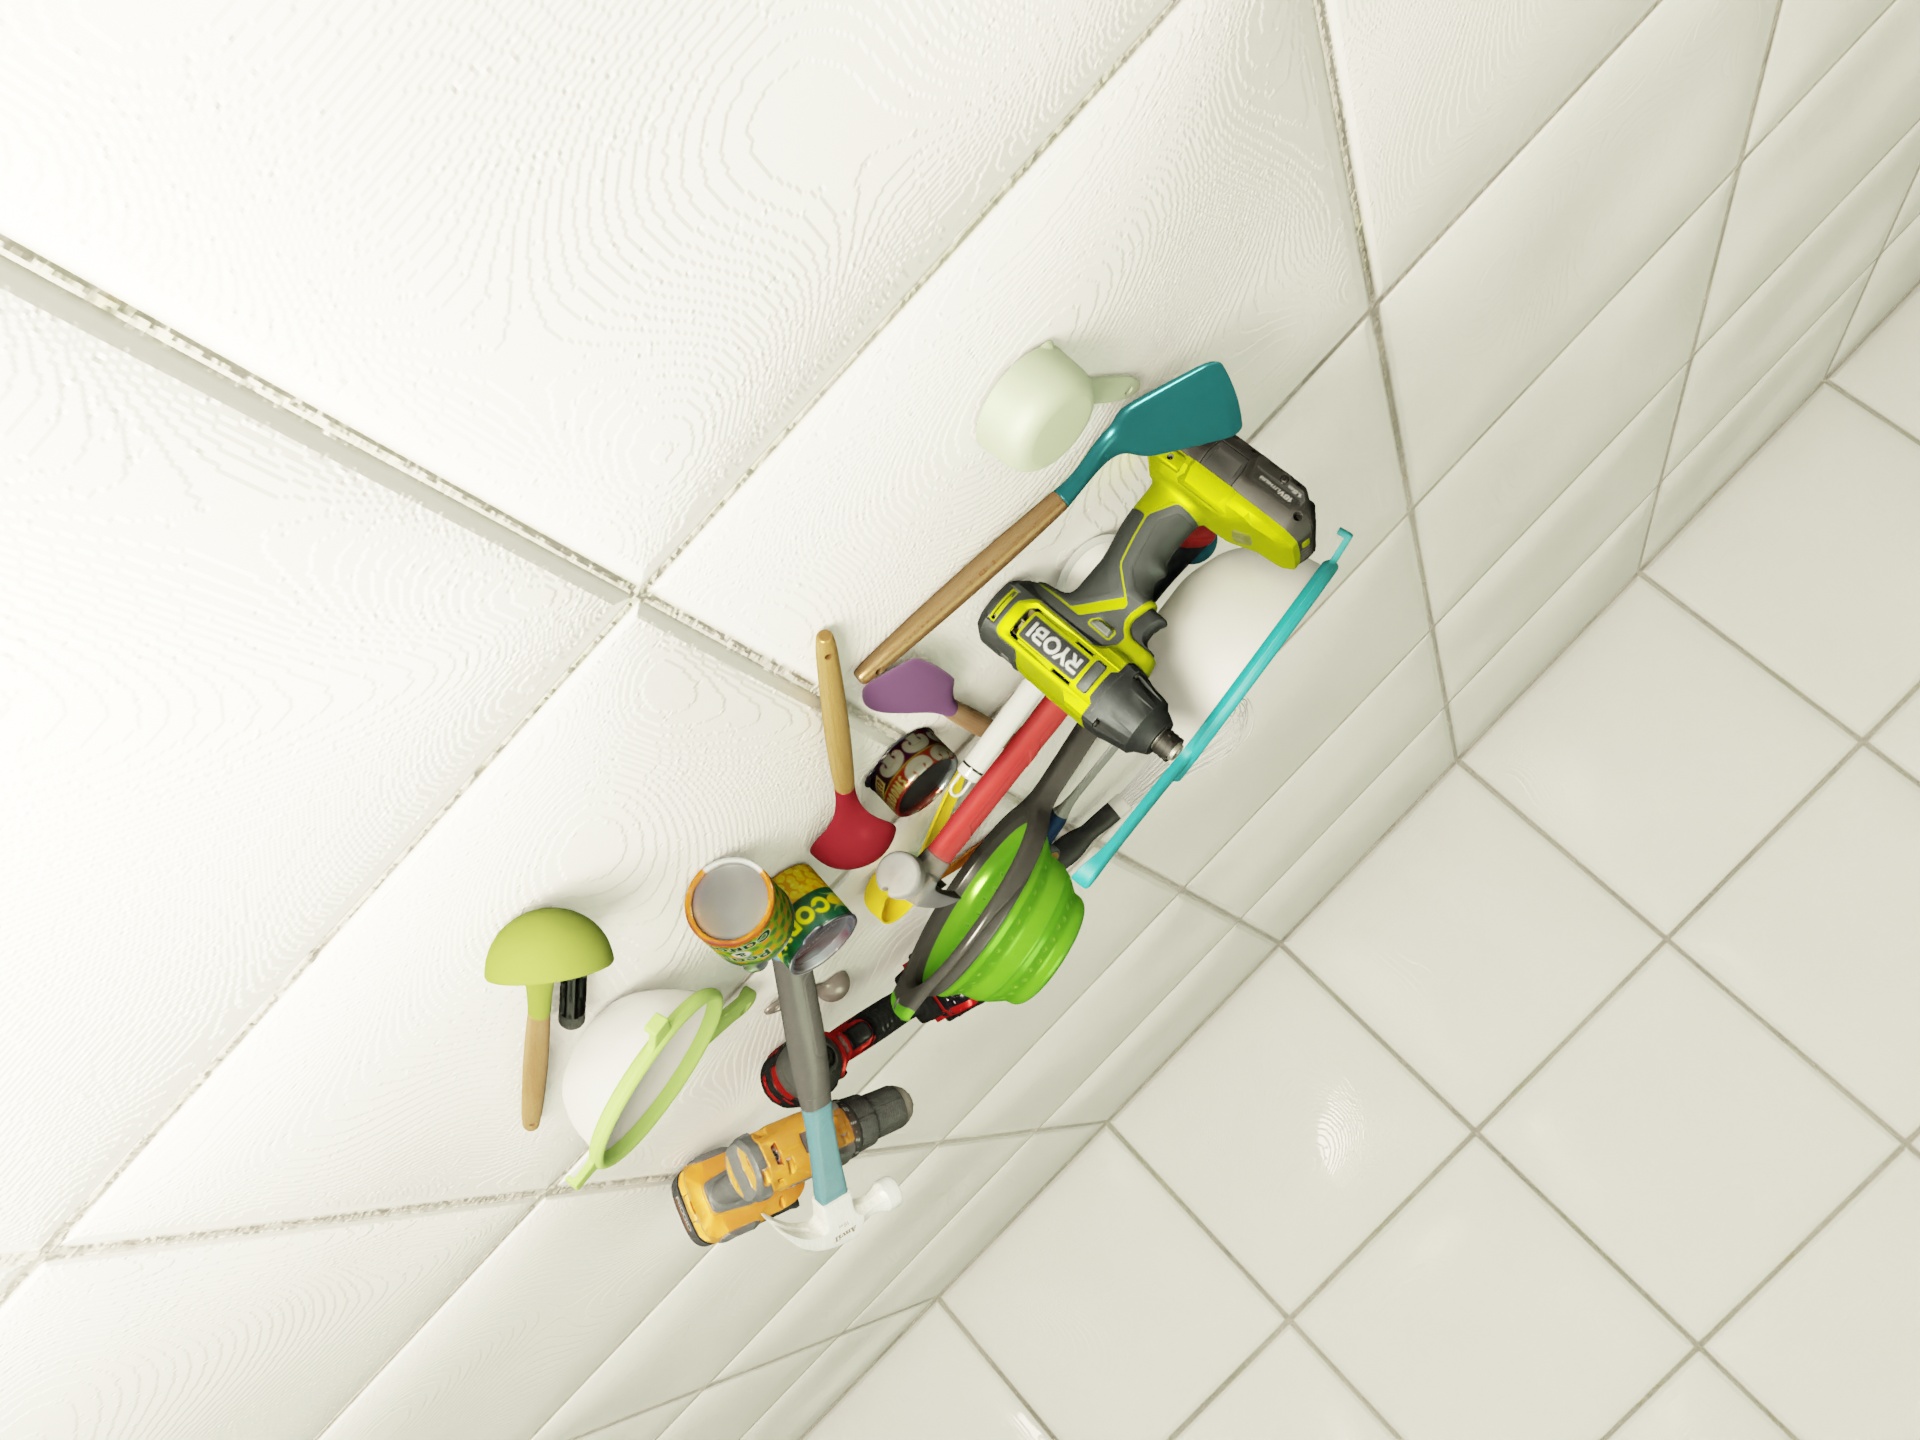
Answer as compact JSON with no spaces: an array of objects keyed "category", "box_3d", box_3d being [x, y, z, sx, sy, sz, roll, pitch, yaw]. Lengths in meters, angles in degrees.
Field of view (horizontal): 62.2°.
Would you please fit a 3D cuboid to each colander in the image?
[{"category":"colander","box_3d":[0.087,0.111,1.391,0.397,0.094,0.204,-56,-173,-5]}]

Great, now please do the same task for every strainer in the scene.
[{"category":"strainer","box_3d":[0.158,-0.019,1.215,0.340,0.095,0.211,-48,171,-27]},{"category":"strainer","box_3d":[0.072,-0.043,1.218,0.086,0.050,0.258,32,97,-40]},{"category":"strainer","box_3d":[-0.230,0.238,1.213,0.151,0.069,0.256,-61,172,15]}]

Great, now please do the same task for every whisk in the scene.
[{"category":"whisk","box_3d":[0.191,0.069,1.655,0.284,0.070,0.070,-40,158,0]}]

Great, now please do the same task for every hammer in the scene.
[{"category":"hammer","box_3d":[-0.123,0.312,1.347,0.128,0.033,0.330,-24,121,-33]},{"category":"hammer","box_3d":[0.100,0.081,1.536,0.405,0.035,0.144,-52,157,16]},{"category":"hammer","box_3d":[0.079,-0.005,1.304,0.386,0.038,0.143,-52,161,4]}]

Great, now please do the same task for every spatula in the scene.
[{"category":"spatula","box_3d":[0.054,-0.127,1.074,0.317,0.044,0.082,-42,148,-2]},{"category":"spatula","box_3d":[-0.002,-0.004,1.228,0.060,0.018,0.315,-29,162,13]}]

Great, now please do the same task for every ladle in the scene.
[{"category":"ladle","box_3d":[-0.083,0.032,1.133,0.069,0.031,0.315,-15,148,-9]},{"category":"ladle","box_3d":[-0.284,0.220,1.077,0.078,0.062,0.320,-7,146,-22]}]

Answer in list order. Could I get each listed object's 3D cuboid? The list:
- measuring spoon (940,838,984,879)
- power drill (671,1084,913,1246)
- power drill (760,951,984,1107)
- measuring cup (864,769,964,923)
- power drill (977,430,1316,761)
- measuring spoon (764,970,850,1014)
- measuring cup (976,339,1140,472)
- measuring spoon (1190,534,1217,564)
[{"category":"measuring spoon","box_3d":[0.000,0.127,1.479,0.117,0.011,0.021,-31,153,-39]},{"category":"power drill","box_3d":[-0.159,0.413,1.502,0.185,0.084,0.226,-15,161,-36]},{"category":"power drill","box_3d":[-0.078,0.280,1.478,0.219,0.078,0.143,-29,172,-26]},{"category":"measuring cup","box_3d":[-0.038,0.102,1.357,0.062,0.029,0.156,-1,120,-60]},{"category":"power drill","box_3d":[0.145,-0.093,1.136,0.223,0.171,0.080,-49,162,0]},{"category":"measuring spoon","box_3d":[-0.136,0.253,1.438,0.034,0.018,0.124,-54,159,21]},{"category":"measuring cup","box_3d":[0.077,-0.197,1.004,0.167,0.038,0.083,-19,146,-48]},{"category":"measuring spoon","box_3d":[0.202,-0.166,1.299,0.042,0.021,0.128,-38,158,-18]}]
